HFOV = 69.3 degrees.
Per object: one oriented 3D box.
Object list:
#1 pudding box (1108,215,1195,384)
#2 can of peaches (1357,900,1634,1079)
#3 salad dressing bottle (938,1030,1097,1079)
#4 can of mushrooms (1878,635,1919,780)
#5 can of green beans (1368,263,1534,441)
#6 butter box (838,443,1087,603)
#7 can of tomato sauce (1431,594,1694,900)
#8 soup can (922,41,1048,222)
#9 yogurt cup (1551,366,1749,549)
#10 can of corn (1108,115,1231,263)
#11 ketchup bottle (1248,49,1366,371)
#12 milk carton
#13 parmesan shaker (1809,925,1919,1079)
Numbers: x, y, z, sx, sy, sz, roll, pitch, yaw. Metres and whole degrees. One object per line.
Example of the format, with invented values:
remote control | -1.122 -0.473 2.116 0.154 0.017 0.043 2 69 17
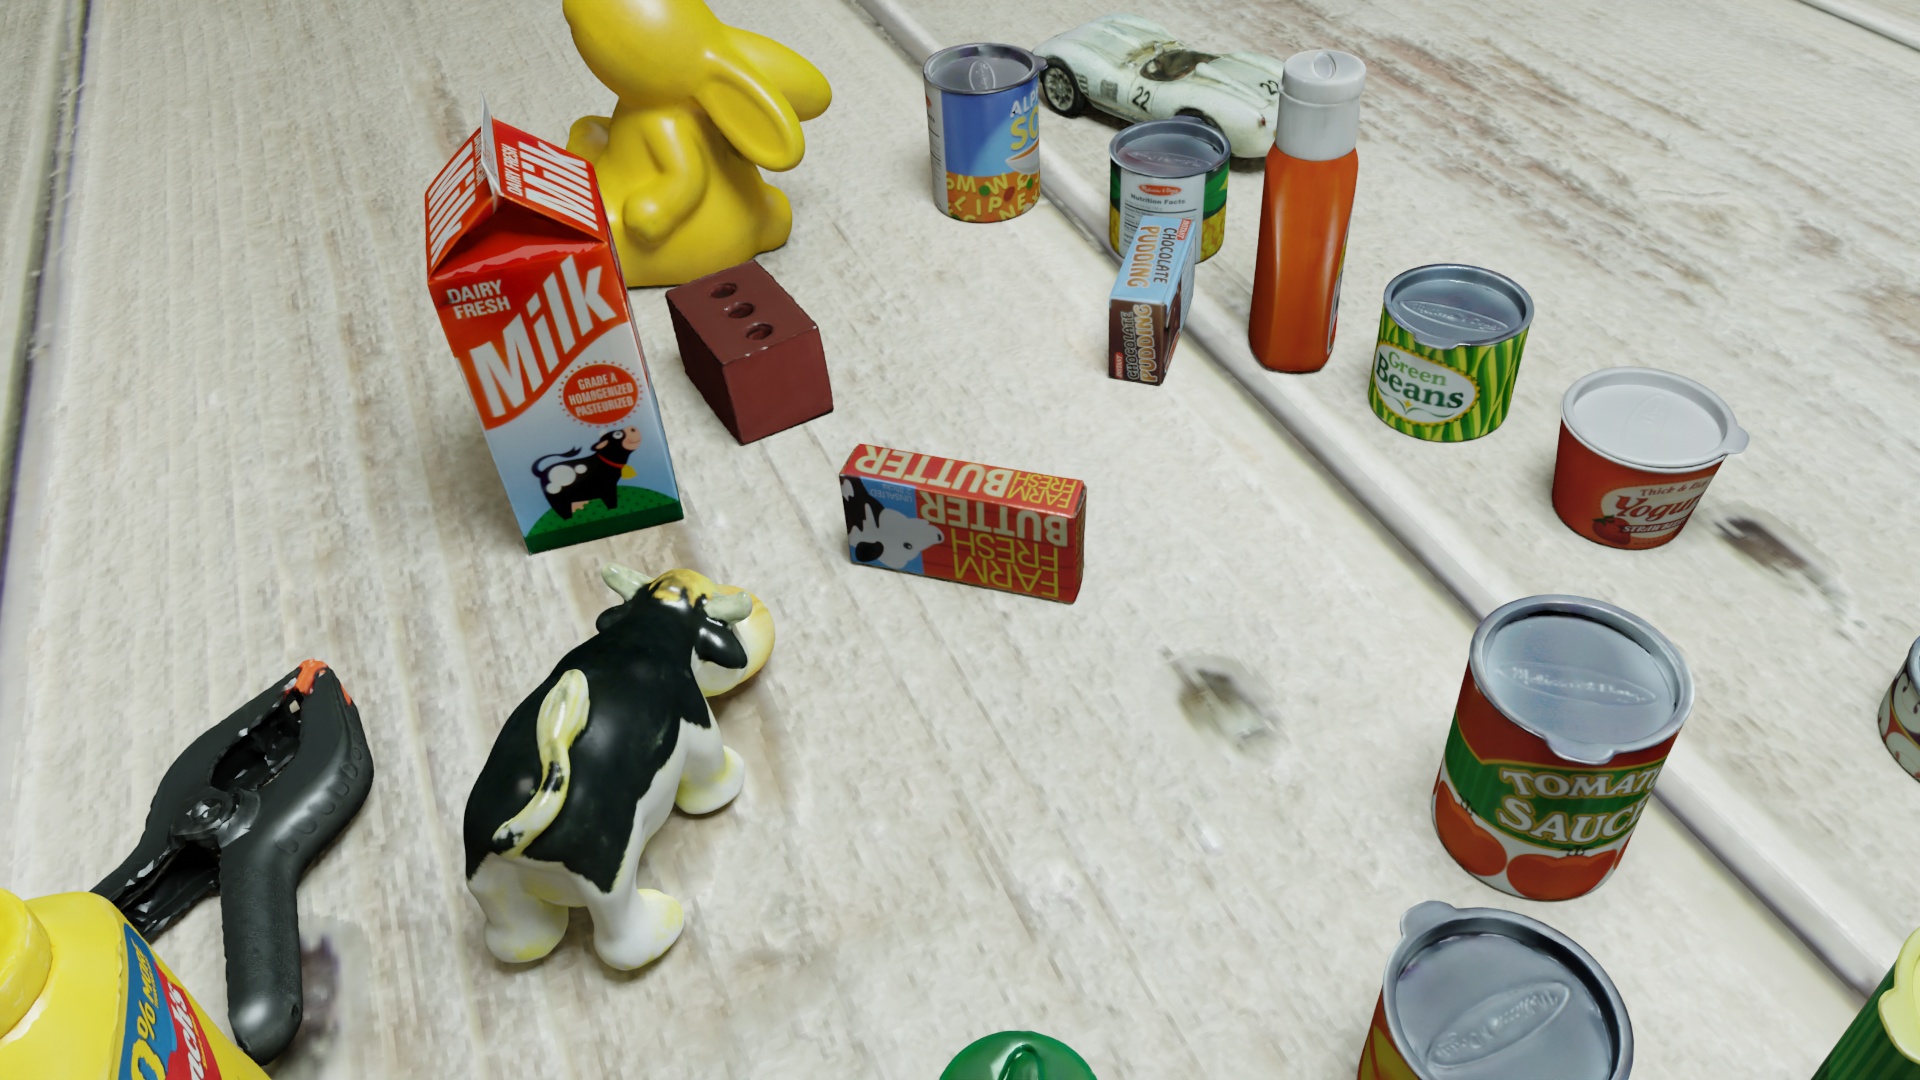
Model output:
pudding box | 0.098 -0.124 0.709 0.030 0.049 0.084 9 45 15
can of peaches | 0.151 0.149 0.403 0.071 0.057 0.071 -3 43 2
salad dressing bottle | 0.016 0.168 0.328 0.044 0.146 0.064 4 43 10
can of mushrooms | 0.369 0.064 0.493 0.071 0.033 0.071 -3 43 2
can of green beans | 0.229 -0.088 0.652 0.071 0.057 0.071 -3 43 2
butter box | 0.002 -0.007 0.589 0.103 0.052 0.024 10 45 16
can of tomato sauce | 0.198 0.072 0.464 0.071 0.082 0.071 -3 43 2
soup can | 0.017 -0.239 0.816 0.071 0.083 0.072 -3 43 2
yogurt cup | 0.286 -0.033 0.591 0.072 0.053 0.073 -3 43 2
can of corn | 0.117 -0.195 0.778 0.071 0.058 0.071 -3 43 2
ketchup bottle | 0.165 -0.157 0.666 0.043 0.148 0.065 3 43 8
milk carton | -0.177 -0.091 0.595 0.073 0.189 0.072 -14 43 -10
parmesan shaker | 0.257 0.151 0.358 0.071 0.102 0.072 -3 43 3
